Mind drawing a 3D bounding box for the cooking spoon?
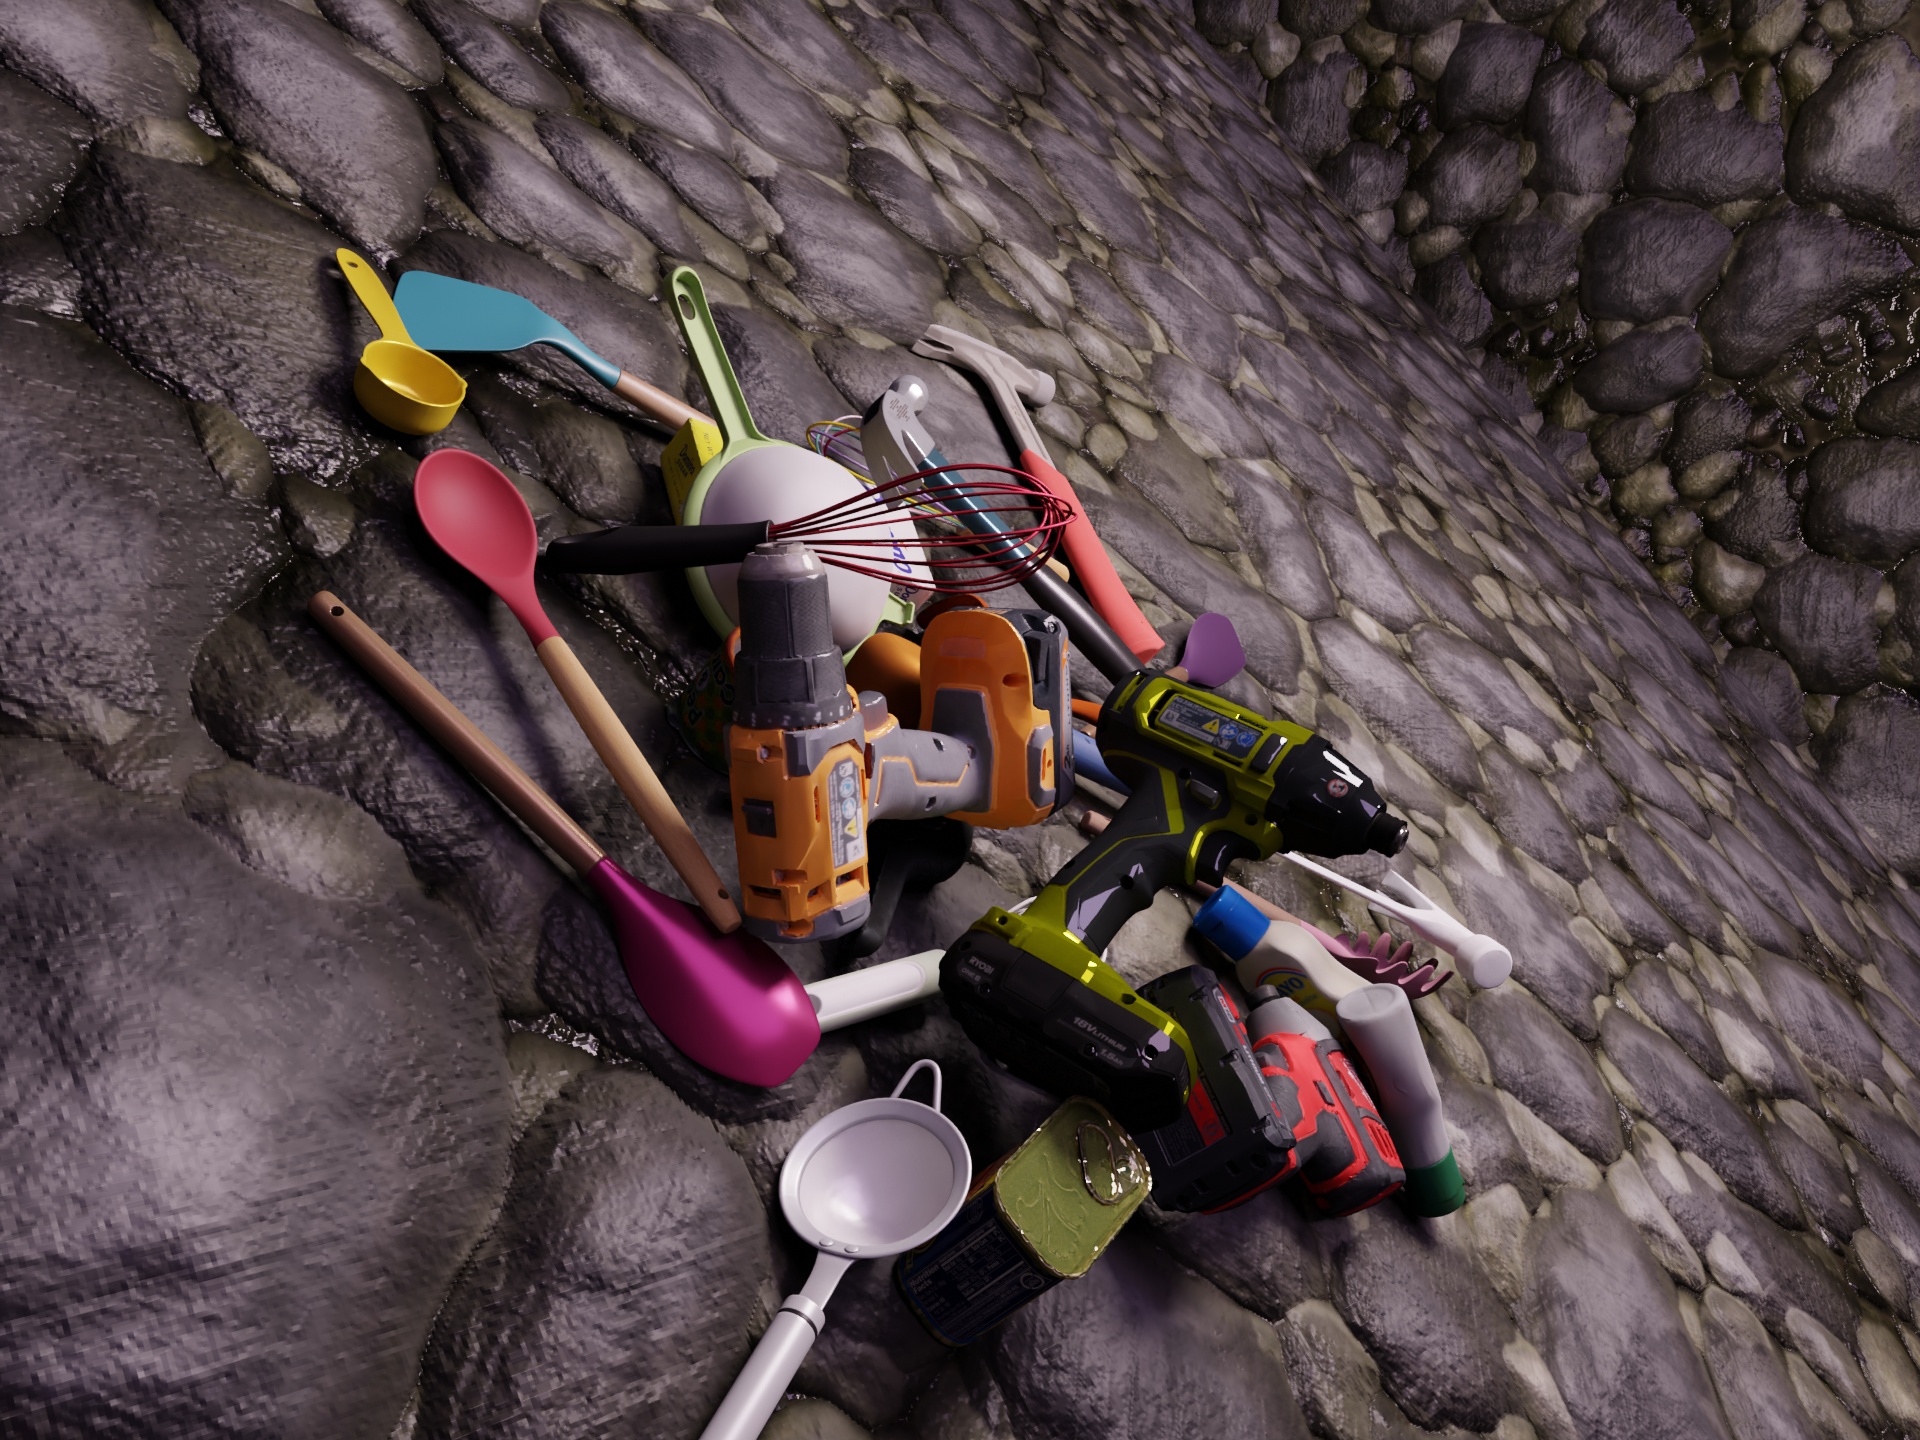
[{"bbox_3d":[-0.190,0.051,0.747,0.319,0.017,0.069,43,53,3],"label":"cooking spoon"}]

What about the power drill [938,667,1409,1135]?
[{"bbox_3d":[0.108,0.087,0.810,0.171,0.080,0.223,26,63,28],"label":"power drill"}]

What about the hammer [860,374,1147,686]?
[{"bbox_3d":[0.053,-0.104,1.132,0.331,0.033,0.128,45,30,-11],"label":"hammer"}]

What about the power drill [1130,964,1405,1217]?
[{"bbox_3d":[0.168,0.208,0.902,0.219,0.078,0.143,22,37,-52],"label":"power drill"}]

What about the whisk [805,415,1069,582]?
[{"bbox_3d":[-0.011,-0.157,1.176,0.244,0.047,0.051,27,34,-31],"label":"whisk"}]

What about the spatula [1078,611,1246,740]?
[{"bbox_3d":[0.161,-0.031,1.242,0.316,0.018,0.060,-30,98,-56],"label":"spatula"}]

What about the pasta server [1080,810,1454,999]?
[{"bbox_3d":[0.216,0.127,1.107,0.316,0.040,0.060,28,6,-21],"label":"pasta server"}]

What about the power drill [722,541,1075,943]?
[{"bbox_3d":[-0.032,-0.007,0.804,0.226,0.084,0.185,-20,111,-52],"label":"power drill"}]

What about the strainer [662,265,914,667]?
[{"bbox_3d":[-0.105,-0.152,0.938,0.151,0.069,0.256,-28,99,-44],"label":"strainer"}]

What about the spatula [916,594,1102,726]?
[{"bbox_3d":[0.116,-0.004,1.102,0.322,0.081,0.041,22,71,-24],"label":"spatula"}]

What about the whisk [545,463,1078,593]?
[{"bbox_3d":[-0.084,-0.099,0.866,0.296,0.073,0.073,-3,38,7],"label":"whisk"}]

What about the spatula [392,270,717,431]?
[{"bbox_3d":[-0.207,-0.201,1.026,0.317,0.044,0.082,27,36,-34],"label":"spatula"}]

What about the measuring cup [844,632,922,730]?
[{"bbox_3d":[-0.002,-0.003,0.979,0.173,0.052,0.095,22,13,-45],"label":"measuring cup"}]

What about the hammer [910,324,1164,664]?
[{"bbox_3d":[0.074,-0.185,1.309,0.149,0.036,0.359,12,44,-41],"label":"hammer"}]

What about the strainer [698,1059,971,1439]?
[{"bbox_3d":[-0.063,0.242,0.658,0.087,0.050,0.258,8,32,22],"label":"strainer"}]

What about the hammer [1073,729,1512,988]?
[{"bbox_3d":[0.194,0.078,1.110,0.405,0.035,0.144,26,7,-18],"label":"hammer"}]

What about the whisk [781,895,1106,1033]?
[{"bbox_3d":[-0.004,0.132,0.846,0.246,0.059,0.058,-7,61,-46],"label":"whisk"}]

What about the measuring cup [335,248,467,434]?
[{"bbox_3d":[-0.331,-0.216,0.906,0.062,0.029,0.157,3,41,-46],"label":"measuring cup"}]

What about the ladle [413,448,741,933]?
[{"bbox_3d":[-0.194,-0.020,0.802,0.069,0.031,0.316,-9,54,-49],"label":"ladle"}]
